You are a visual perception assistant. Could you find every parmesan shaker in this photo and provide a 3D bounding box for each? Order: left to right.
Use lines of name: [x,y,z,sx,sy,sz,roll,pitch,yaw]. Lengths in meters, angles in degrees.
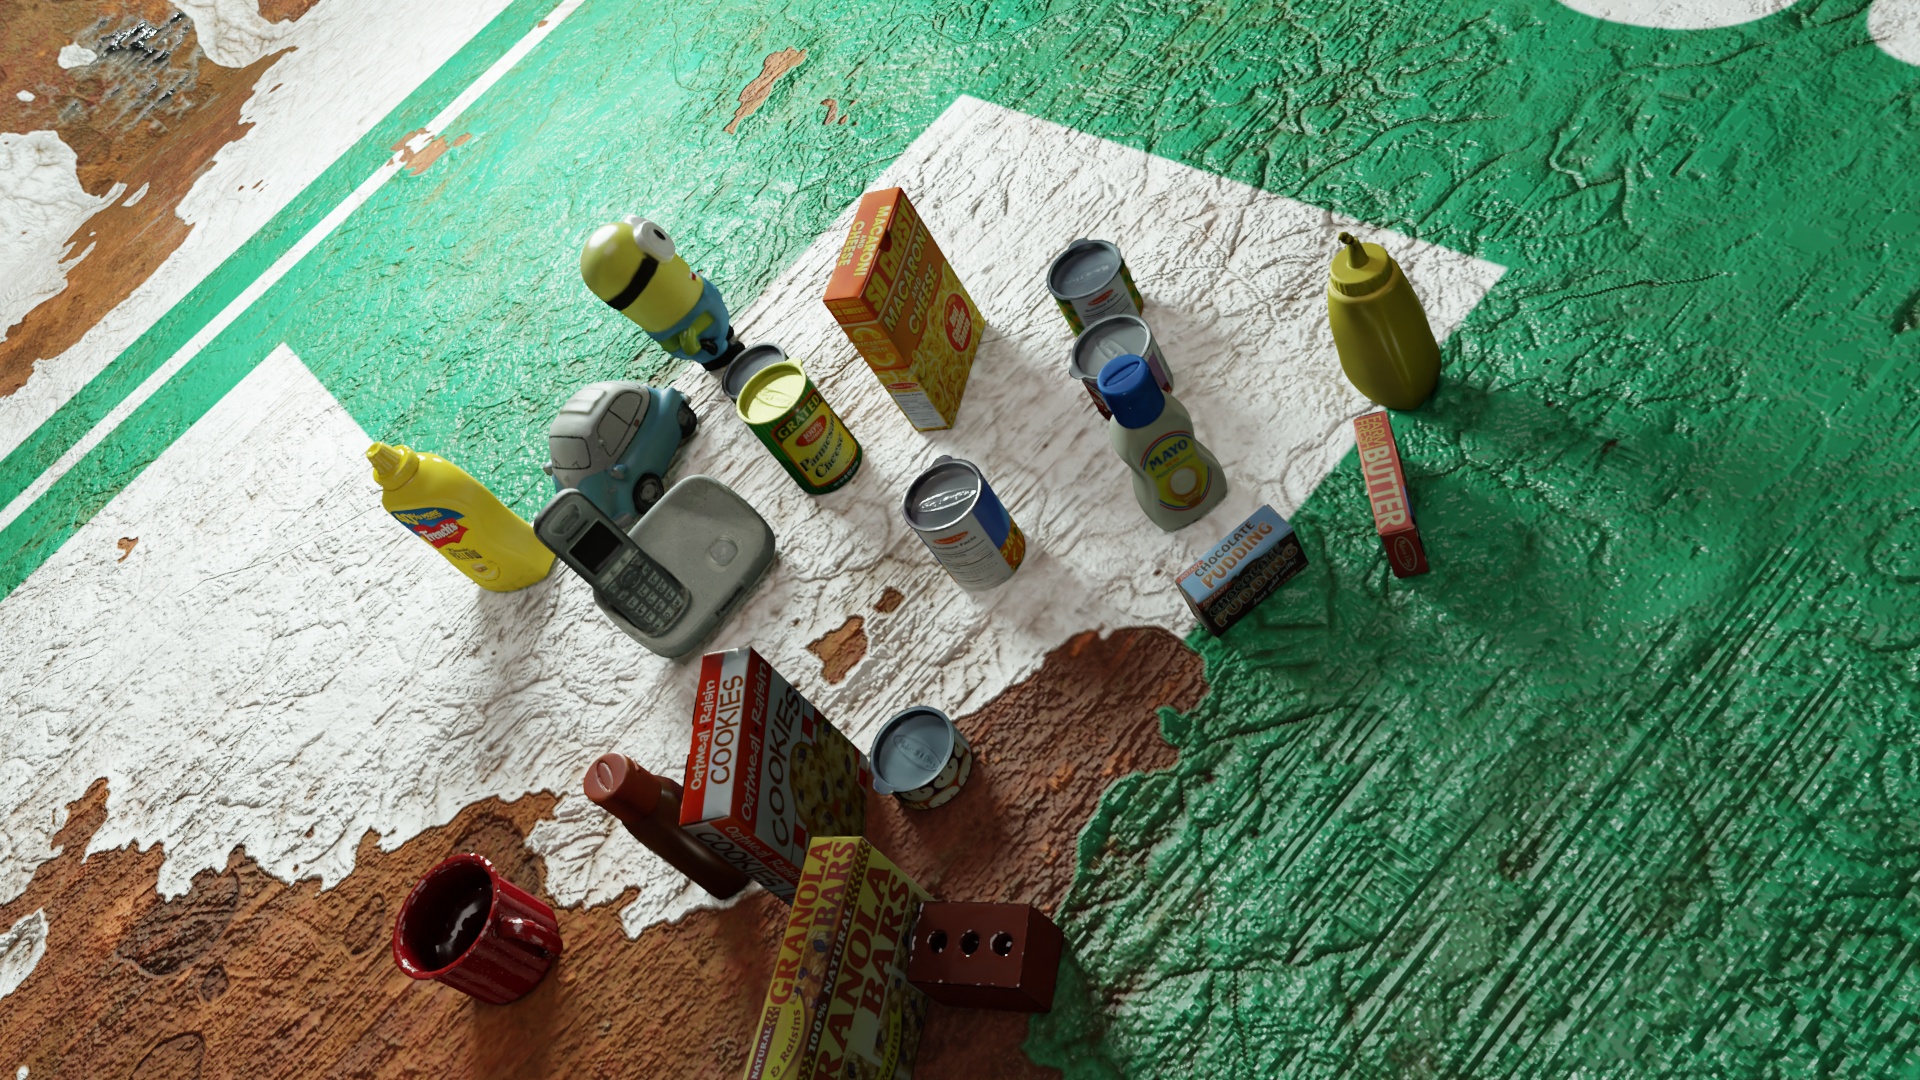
parmesan shaker: [-0.133,-0.096,1.178,0.071,0.102,0.072,-16,50,19]

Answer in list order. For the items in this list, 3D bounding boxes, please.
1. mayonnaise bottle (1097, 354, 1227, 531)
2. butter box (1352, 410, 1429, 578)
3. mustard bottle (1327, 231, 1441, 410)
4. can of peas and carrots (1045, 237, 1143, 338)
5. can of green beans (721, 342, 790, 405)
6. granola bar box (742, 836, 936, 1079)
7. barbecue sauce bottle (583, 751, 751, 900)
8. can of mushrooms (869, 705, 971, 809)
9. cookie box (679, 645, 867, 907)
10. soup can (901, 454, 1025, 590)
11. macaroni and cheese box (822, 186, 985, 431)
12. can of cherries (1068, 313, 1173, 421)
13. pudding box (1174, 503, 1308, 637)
mayonnaise bottle: [0.137,-0.069,0.971,0.065,0.147,0.041,-34,46,3]
butter box: [0.285,-0.031,0.922,0.024,0.053,0.104,-16,49,19]
mustard bottle: [0.283,-0.155,0.945,0.065,0.159,0.049,28,73,41]
can of peas and carrots: [0.112,-0.208,1.155,0.071,0.058,0.071,-16,50,19]
can of green beans: [-0.174,-0.137,1.265,0.071,0.057,0.071,-16,50,19]
granola bar box: [-0.067,0.279,0.834,0.039,0.123,0.166,-4,54,28]
barbecue sauce bottle: [-0.201,0.194,0.960,0.043,0.148,0.065,-37,46,0]
can of mushrooms: [-0.029,0.154,0.972,0.071,0.033,0.071,-16,50,19]
cookie box: [-0.119,0.165,0.923,0.040,0.167,0.123,-16,50,19]
soup can: [0.004,-0.013,1.049,0.071,0.083,0.072,-16,50,19]
macaroni and cheese box: [-0.042,-0.190,1.155,0.040,0.166,0.124,-3,55,29]
can of cherries: [0.125,-0.133,1.090,0.071,0.058,0.072,-16,50,19]
pudding box: [0.190,0.020,0.939,0.084,0.049,0.030,-39,46,-2]
